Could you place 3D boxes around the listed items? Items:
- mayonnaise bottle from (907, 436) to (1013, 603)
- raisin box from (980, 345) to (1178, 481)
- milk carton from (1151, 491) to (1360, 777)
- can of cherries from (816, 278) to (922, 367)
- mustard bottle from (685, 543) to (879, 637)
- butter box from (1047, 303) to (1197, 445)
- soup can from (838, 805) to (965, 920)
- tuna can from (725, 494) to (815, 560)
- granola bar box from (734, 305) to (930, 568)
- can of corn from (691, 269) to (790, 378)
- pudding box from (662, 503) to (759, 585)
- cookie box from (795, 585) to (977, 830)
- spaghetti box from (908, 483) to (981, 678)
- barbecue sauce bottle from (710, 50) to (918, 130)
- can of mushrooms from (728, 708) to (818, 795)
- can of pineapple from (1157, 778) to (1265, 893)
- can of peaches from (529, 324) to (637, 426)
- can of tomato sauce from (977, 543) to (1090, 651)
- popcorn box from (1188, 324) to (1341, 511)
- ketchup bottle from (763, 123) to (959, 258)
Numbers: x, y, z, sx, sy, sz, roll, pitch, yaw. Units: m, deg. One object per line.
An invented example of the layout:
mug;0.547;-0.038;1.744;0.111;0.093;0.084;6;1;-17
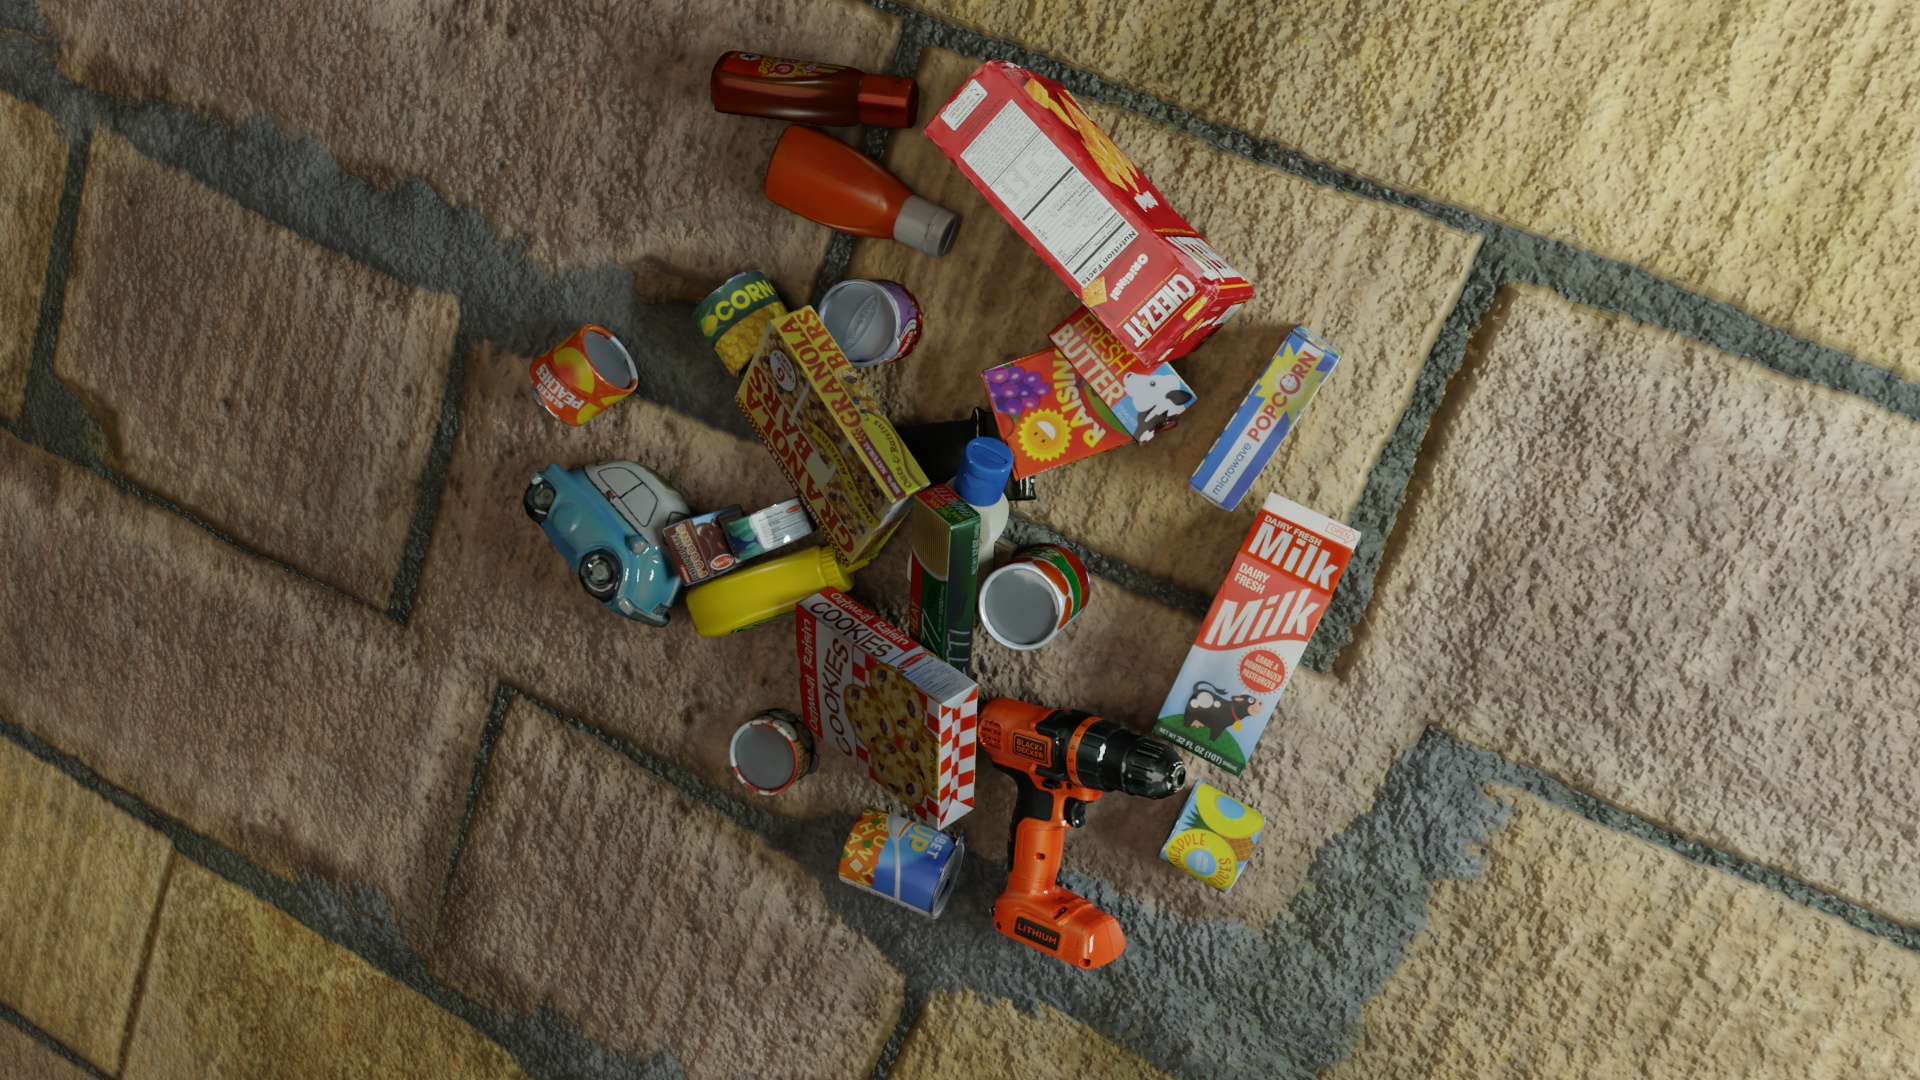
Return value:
mayonnaise bottle;0.004;-0.013;1.035;0.065;0.041;0.147;29;136;10
raisin box;0.086;-0.103;1.012;0.123;0.040;0.086;-18;94;8
milk carton;0.212;0.064;0.995;0.072;0.073;0.190;26;106;13
can of cherries;-0.067;-0.164;1.057;0.071;0.058;0.071;3;100;17
mustard bottle;-0.138;0.035;1.114;0.160;0.065;0.049;-18;91;13
butter box;0.113;-0.121;0.975;0.053;0.024;0.103;-41;90;7
soup can;-0.046;0.256;1.120;0.084;0.071;0.071;19;105;15
tuna can;-0.152;-0.010;1.110;0.071;0.071;0.033;-20;94;21
granola bar box;-0.100;-0.076;1.050;0.165;0.039;0.123;56;149;9
can of corn;-0.165;-0.169;1.082;0.071;0.071;0.058;-35;88;21
pudding box;-0.199;0.002;1.116;0.030;0.084;0.049;-20;93;21
cookie box;-0.059;0.125;1.057;0.168;0.040;0.122;31;133;38
spaghetti box;-0.015;0.077;1.041;0.050;0.029;0.248;41;139;43
barbecue sauce bottle;-0.107;-0.335;1.041;0.148;0.065;0.043;10;124;8
can of mushrooms;-0.156;0.178;1.160;0.071;0.033;0.071;3;100;18
can of pineapple;0.186;0.221;1.033;0.058;0.071;0.070;28;107;12
can of peaches;-0.308;-0.135;1.136;0.058;0.071;0.071;-29;90;20
can of tomato sauce;0.055;0.040;1.038;0.071;0.083;0.071;3;101;18
popcorn box;0.211;-0.086;0.962;0.038;0.085;0.126;35;108;9
ketchup bottle;-0.073;-0.259;1.050;0.149;0.044;0.064;27;108;12
